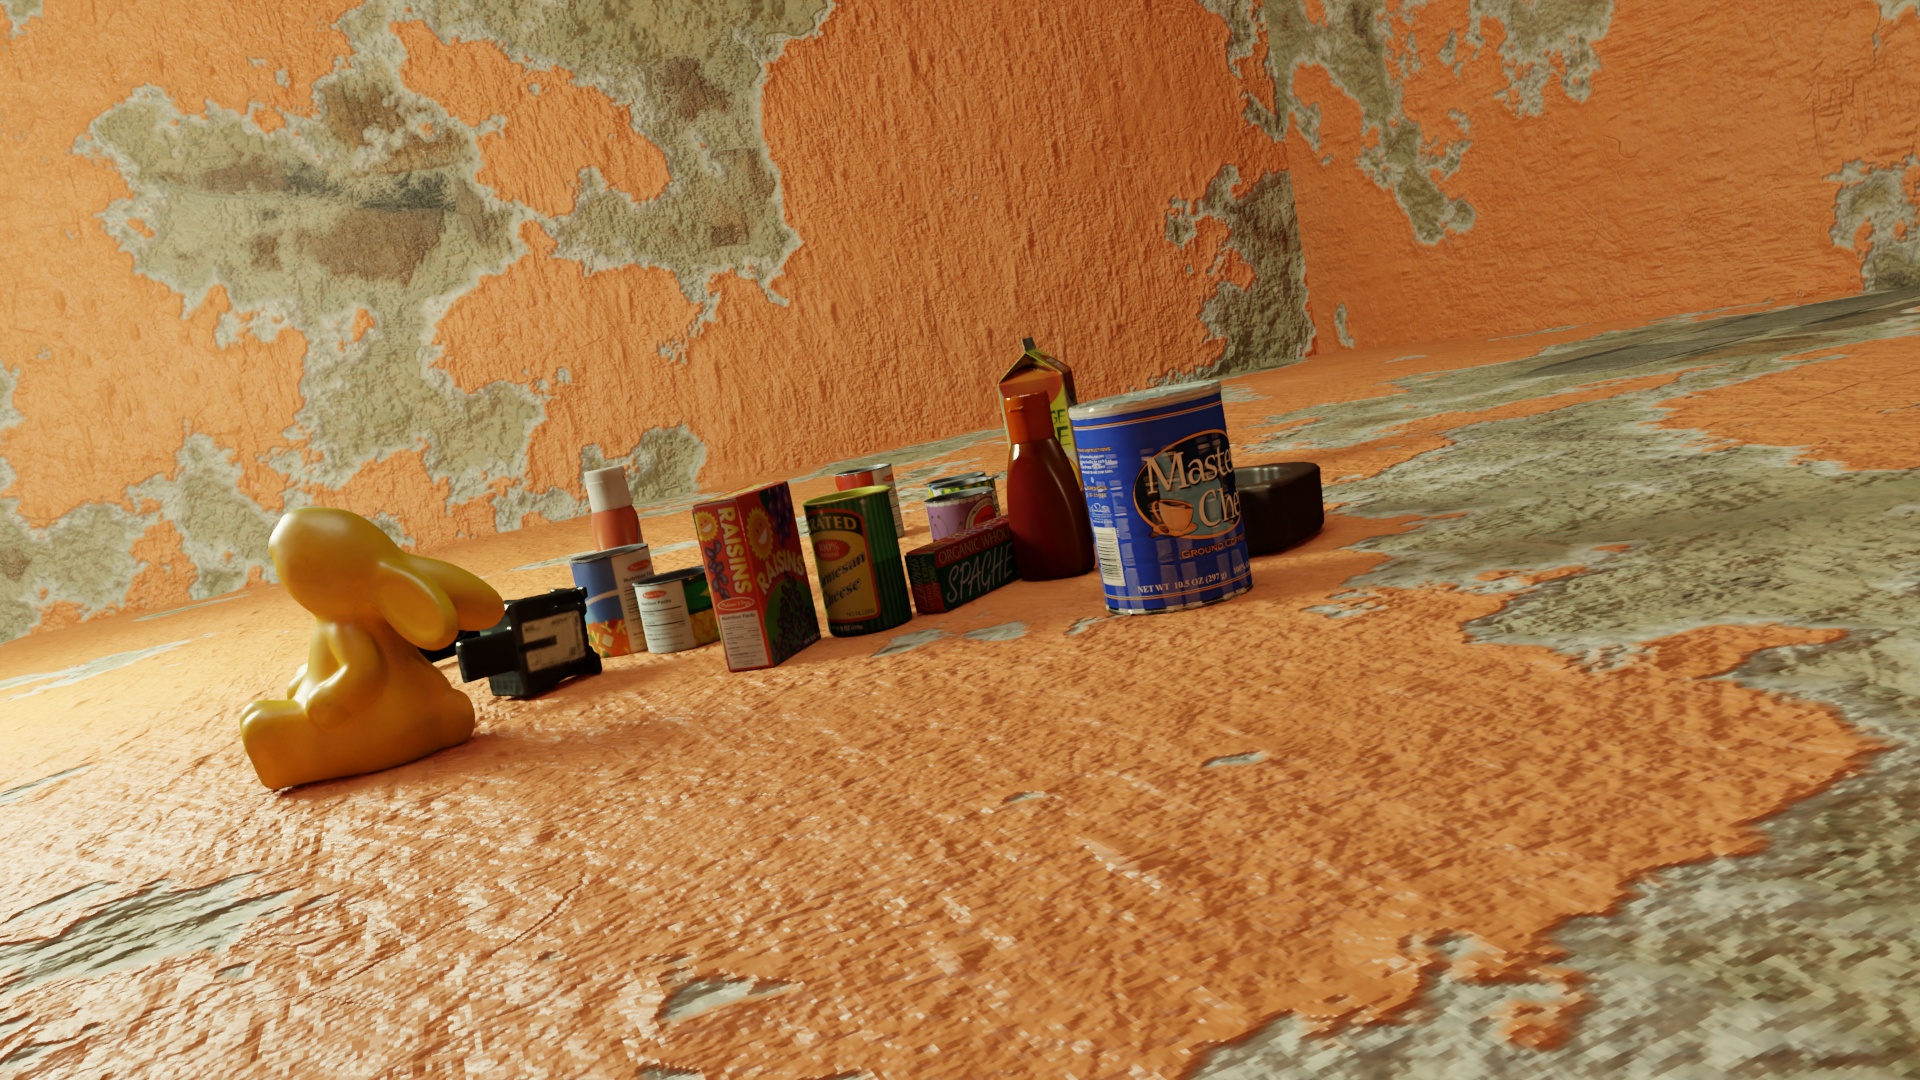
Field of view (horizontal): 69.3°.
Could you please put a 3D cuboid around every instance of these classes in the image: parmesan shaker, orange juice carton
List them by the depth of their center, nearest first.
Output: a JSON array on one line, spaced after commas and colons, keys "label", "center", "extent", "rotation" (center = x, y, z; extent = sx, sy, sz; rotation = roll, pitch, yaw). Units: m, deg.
[{"label": "parmesan shaker", "center": [-0.075, 0.015, 1.048], "extent": [0.071, 0.103, 0.071], "rotation": [-11, 7, 2]}, {"label": "orange juice carton", "center": [0.089, -0.122, 1.483], "extent": [0.073, 0.192, 0.072], "rotation": [-9, 7, 15]}]

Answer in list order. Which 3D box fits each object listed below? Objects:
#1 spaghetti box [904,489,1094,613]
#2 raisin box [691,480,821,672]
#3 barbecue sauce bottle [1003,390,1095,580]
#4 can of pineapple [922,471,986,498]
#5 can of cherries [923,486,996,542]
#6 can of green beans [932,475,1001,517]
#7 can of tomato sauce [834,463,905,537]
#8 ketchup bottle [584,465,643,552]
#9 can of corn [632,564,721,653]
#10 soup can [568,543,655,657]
[{"label": "spaghetti box", "center": [0.039, 0.006, 1.151], "extent": [0.028, 0.050, 0.251], "rotation": [-6, 9, 35]}, {"label": "raisin box", "center": [-0.147, 0.024, 1.008], "extent": [0.040, 0.123, 0.086], "rotation": [-8, 8, 21]}, {"label": "barbecue sauce bottle", "center": [0.065, -0.044, 1.110], "extent": [0.065, 0.148, 0.044], "rotation": [-7, 8, 32]}, {"label": "can of pineapple", "center": [-0.001, -0.041, 1.524], "extent": [0.071, 0.057, 0.071], "rotation": [-11, 7, 2]}, {"label": "can of cherries", "center": [0.005, -0.017, 1.334], "extent": [0.071, 0.058, 0.071], "rotation": [-11, 7, 2]}, {"label": "can of green beans", "center": [0.008, -0.033, 1.453], "extent": [0.071, 0.057, 0.071], "rotation": [-11, 7, 2]}, {"label": "can of tomato sauce", "center": [-0.104, -0.040, 1.570], "extent": [0.071, 0.083, 0.071], "rotation": [-11, 7, 2]}, {"label": "ketchup bottle", "center": [-0.313, 0.007, 1.277], "extent": [0.043, 0.148, 0.065], "rotation": [-12, 7, -8]}, {"label": "can of corn", "center": [-0.227, 0.056, 1.136], "extent": [0.071, 0.058, 0.071], "rotation": [-11, 7, 2]}, {"label": "soup can", "center": [-0.288, 0.050, 1.168], "extent": [0.071, 0.083, 0.071], "rotation": [-11, 7, 2]}]
